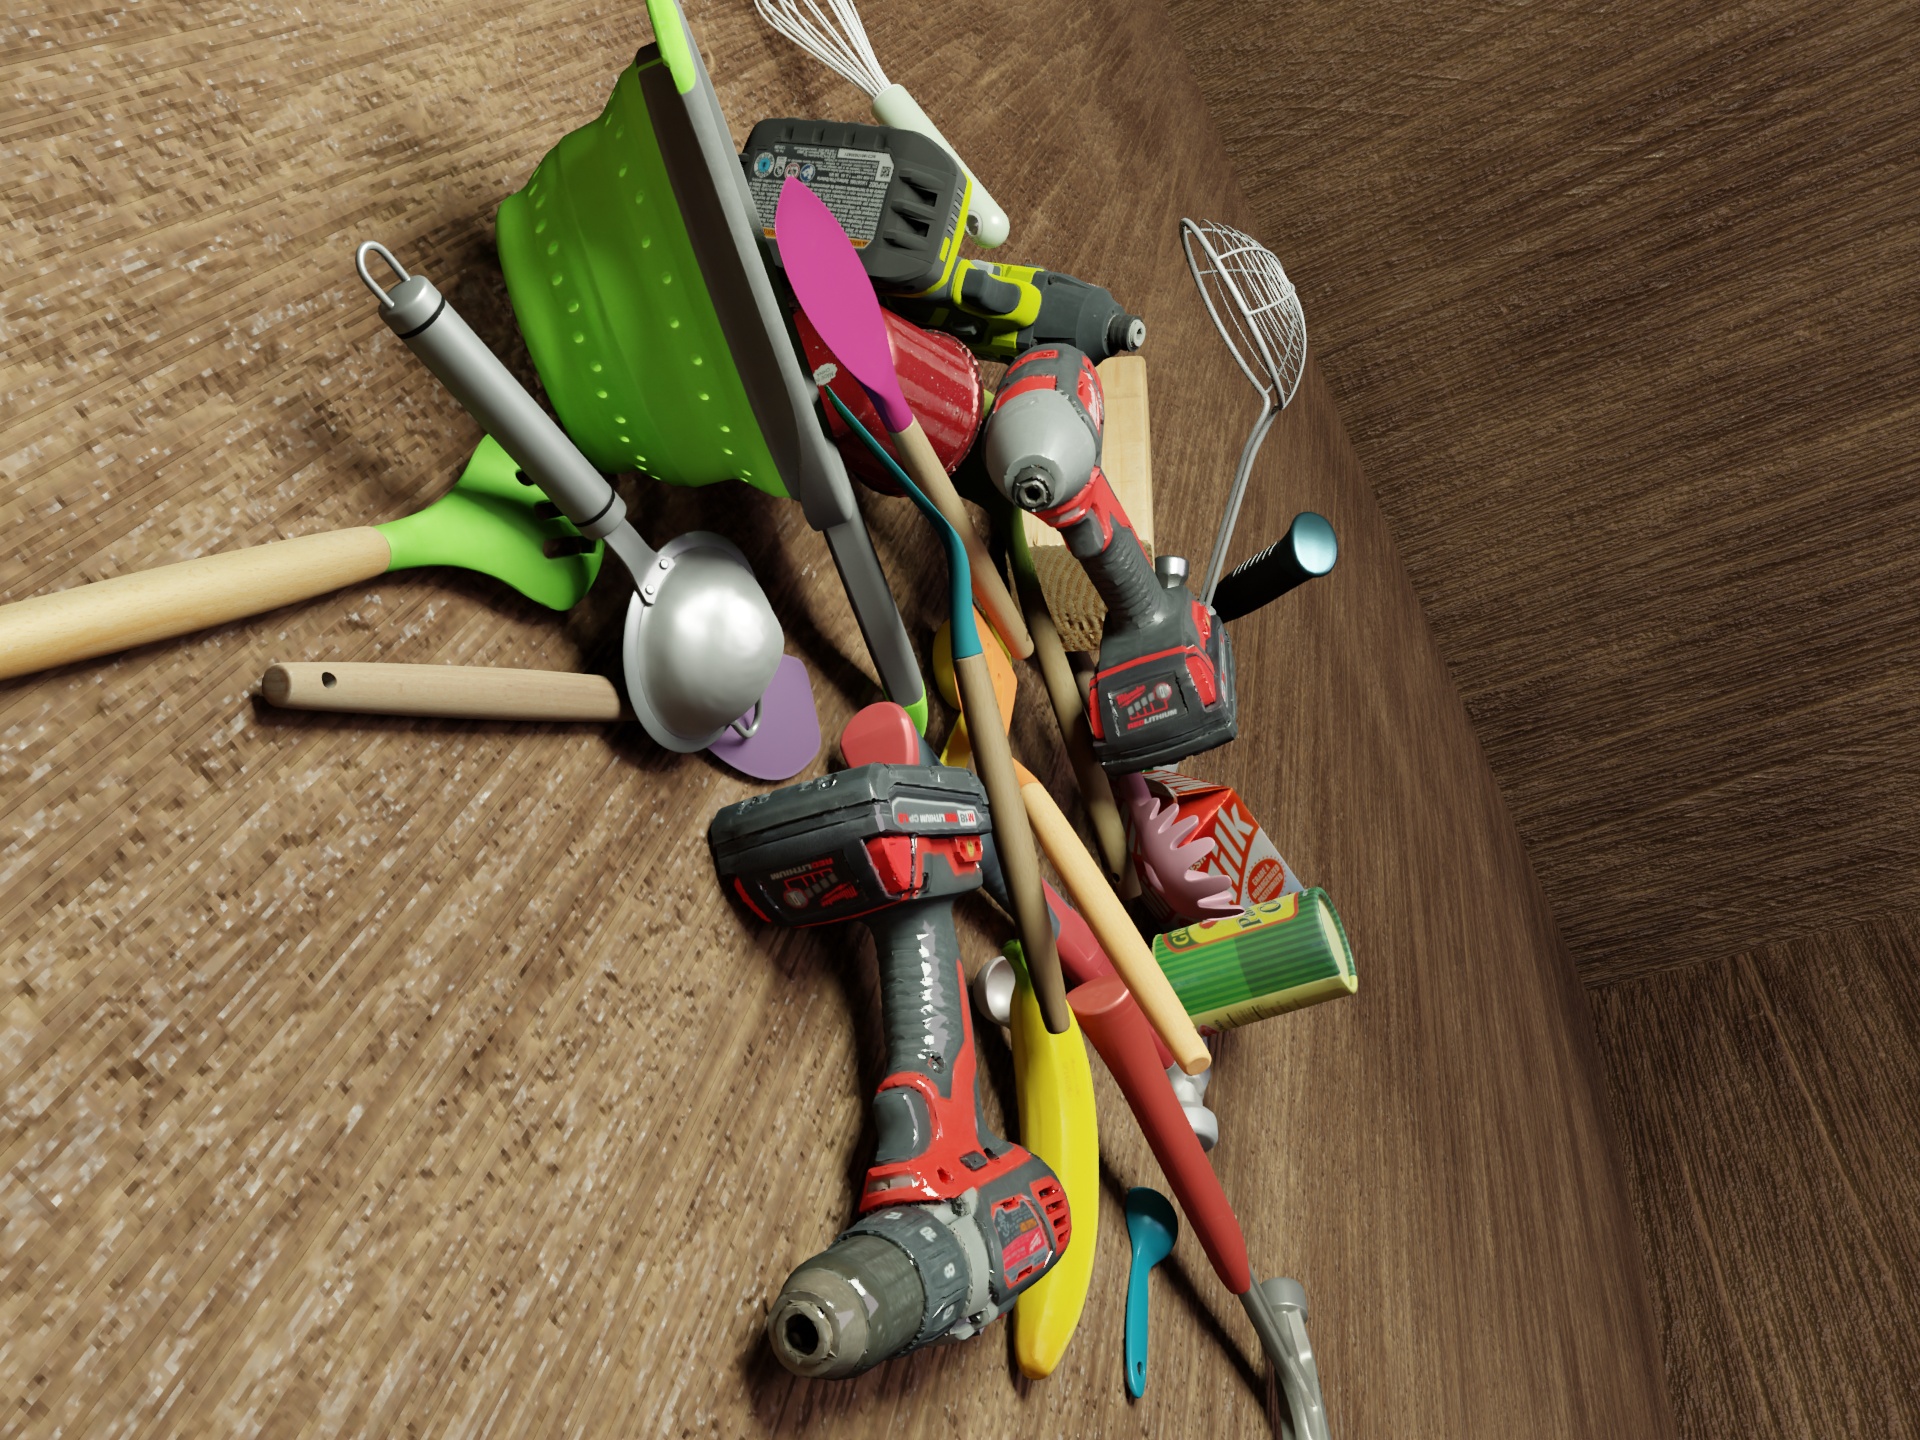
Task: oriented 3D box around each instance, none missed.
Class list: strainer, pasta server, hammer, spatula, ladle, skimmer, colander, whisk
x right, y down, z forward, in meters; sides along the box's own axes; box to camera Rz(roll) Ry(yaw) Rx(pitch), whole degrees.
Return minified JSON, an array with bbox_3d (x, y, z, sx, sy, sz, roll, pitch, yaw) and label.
[{"bbox_3d":[-0.123,-0.068,0.565,0.258,0.050,0.087,52,51,-44],"label":"strainer"},{"bbox_3d":[0.104,0.019,0.962,0.317,0.040,0.060,-106,170,-58],"label":"pasta server"},{"bbox_3d":[0.138,0.280,0.877,0.149,0.036,0.358,-86,154,-57],"label":"hammer"},{"bbox_3d":[-0.131,-0.006,0.597,0.315,0.018,0.060,4,73,-66],"label":"spatula"},{"bbox_3d":[0.039,-0.047,0.923,0.062,0.078,0.320,-14,82,-34],"label":"ladle"},{"bbox_3d":[0.050,0.044,0.759,0.080,0.041,0.323,57,2,-40],"label":"spatula"},{"bbox_3d":[0.187,-0.086,1.113,0.331,0.033,0.128,141,-46,-78],"label":"hammer"},{"bbox_3d":[0.050,0.099,0.872,0.385,0.038,0.143,50,29,-42],"label":"hammer"},{"bbox_3d":[0.143,-0.131,1.023,0.127,0.090,0.363,-105,-156,-63],"label":"skimmer"},{"bbox_3d":[-0.001,-0.002,0.734,0.082,0.044,0.317,-119,-166,-82],"label":"spatula"},{"bbox_3d":[-0.099,-0.110,0.679,0.396,0.094,0.205,71,0,-48],"label":"colander"},{"bbox_3d":[-0.048,-0.380,0.960,0.059,0.057,0.246,-31,79,-33],"label":"whisk"}]

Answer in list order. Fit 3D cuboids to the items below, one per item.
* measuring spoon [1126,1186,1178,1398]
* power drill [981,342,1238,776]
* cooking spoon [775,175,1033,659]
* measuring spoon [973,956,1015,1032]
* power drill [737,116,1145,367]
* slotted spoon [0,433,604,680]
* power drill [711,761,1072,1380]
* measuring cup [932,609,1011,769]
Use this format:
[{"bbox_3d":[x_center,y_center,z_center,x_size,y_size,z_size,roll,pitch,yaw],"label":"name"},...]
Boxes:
[{"bbox_3d":[0.105,0.305,0.856,0.042,0.021,0.129,58,24,-25],"label":"measuring spoon"},{"bbox_3d":[0.078,-0.086,0.868,0.219,0.078,0.143,62,21,-27],"label":"power drill"},{"bbox_3d":[-0.021,-0.129,0.784,0.318,0.017,0.069,58,32,-48],"label":"cooking spoon"},{"bbox_3d":[0.032,0.176,0.820,0.034,0.018,0.124,-44,120,-46],"label":"measuring spoon"},{"bbox_3d":[-0.010,-0.250,0.881,0.223,0.171,0.080,9,96,-59],"label":"power drill"},{"bbox_3d":[-0.194,-0.045,0.480,0.314,0.031,0.070,-37,109,-65],"label":"slotted spoon"},{"bbox_3d":[-0.032,0.136,0.634,0.187,0.080,0.227,6,69,-64],"label":"power drill"},{"bbox_3d":[-0.008,0.003,0.863,0.062,0.029,0.157,61,36,-38],"label":"measuring cup"}]
